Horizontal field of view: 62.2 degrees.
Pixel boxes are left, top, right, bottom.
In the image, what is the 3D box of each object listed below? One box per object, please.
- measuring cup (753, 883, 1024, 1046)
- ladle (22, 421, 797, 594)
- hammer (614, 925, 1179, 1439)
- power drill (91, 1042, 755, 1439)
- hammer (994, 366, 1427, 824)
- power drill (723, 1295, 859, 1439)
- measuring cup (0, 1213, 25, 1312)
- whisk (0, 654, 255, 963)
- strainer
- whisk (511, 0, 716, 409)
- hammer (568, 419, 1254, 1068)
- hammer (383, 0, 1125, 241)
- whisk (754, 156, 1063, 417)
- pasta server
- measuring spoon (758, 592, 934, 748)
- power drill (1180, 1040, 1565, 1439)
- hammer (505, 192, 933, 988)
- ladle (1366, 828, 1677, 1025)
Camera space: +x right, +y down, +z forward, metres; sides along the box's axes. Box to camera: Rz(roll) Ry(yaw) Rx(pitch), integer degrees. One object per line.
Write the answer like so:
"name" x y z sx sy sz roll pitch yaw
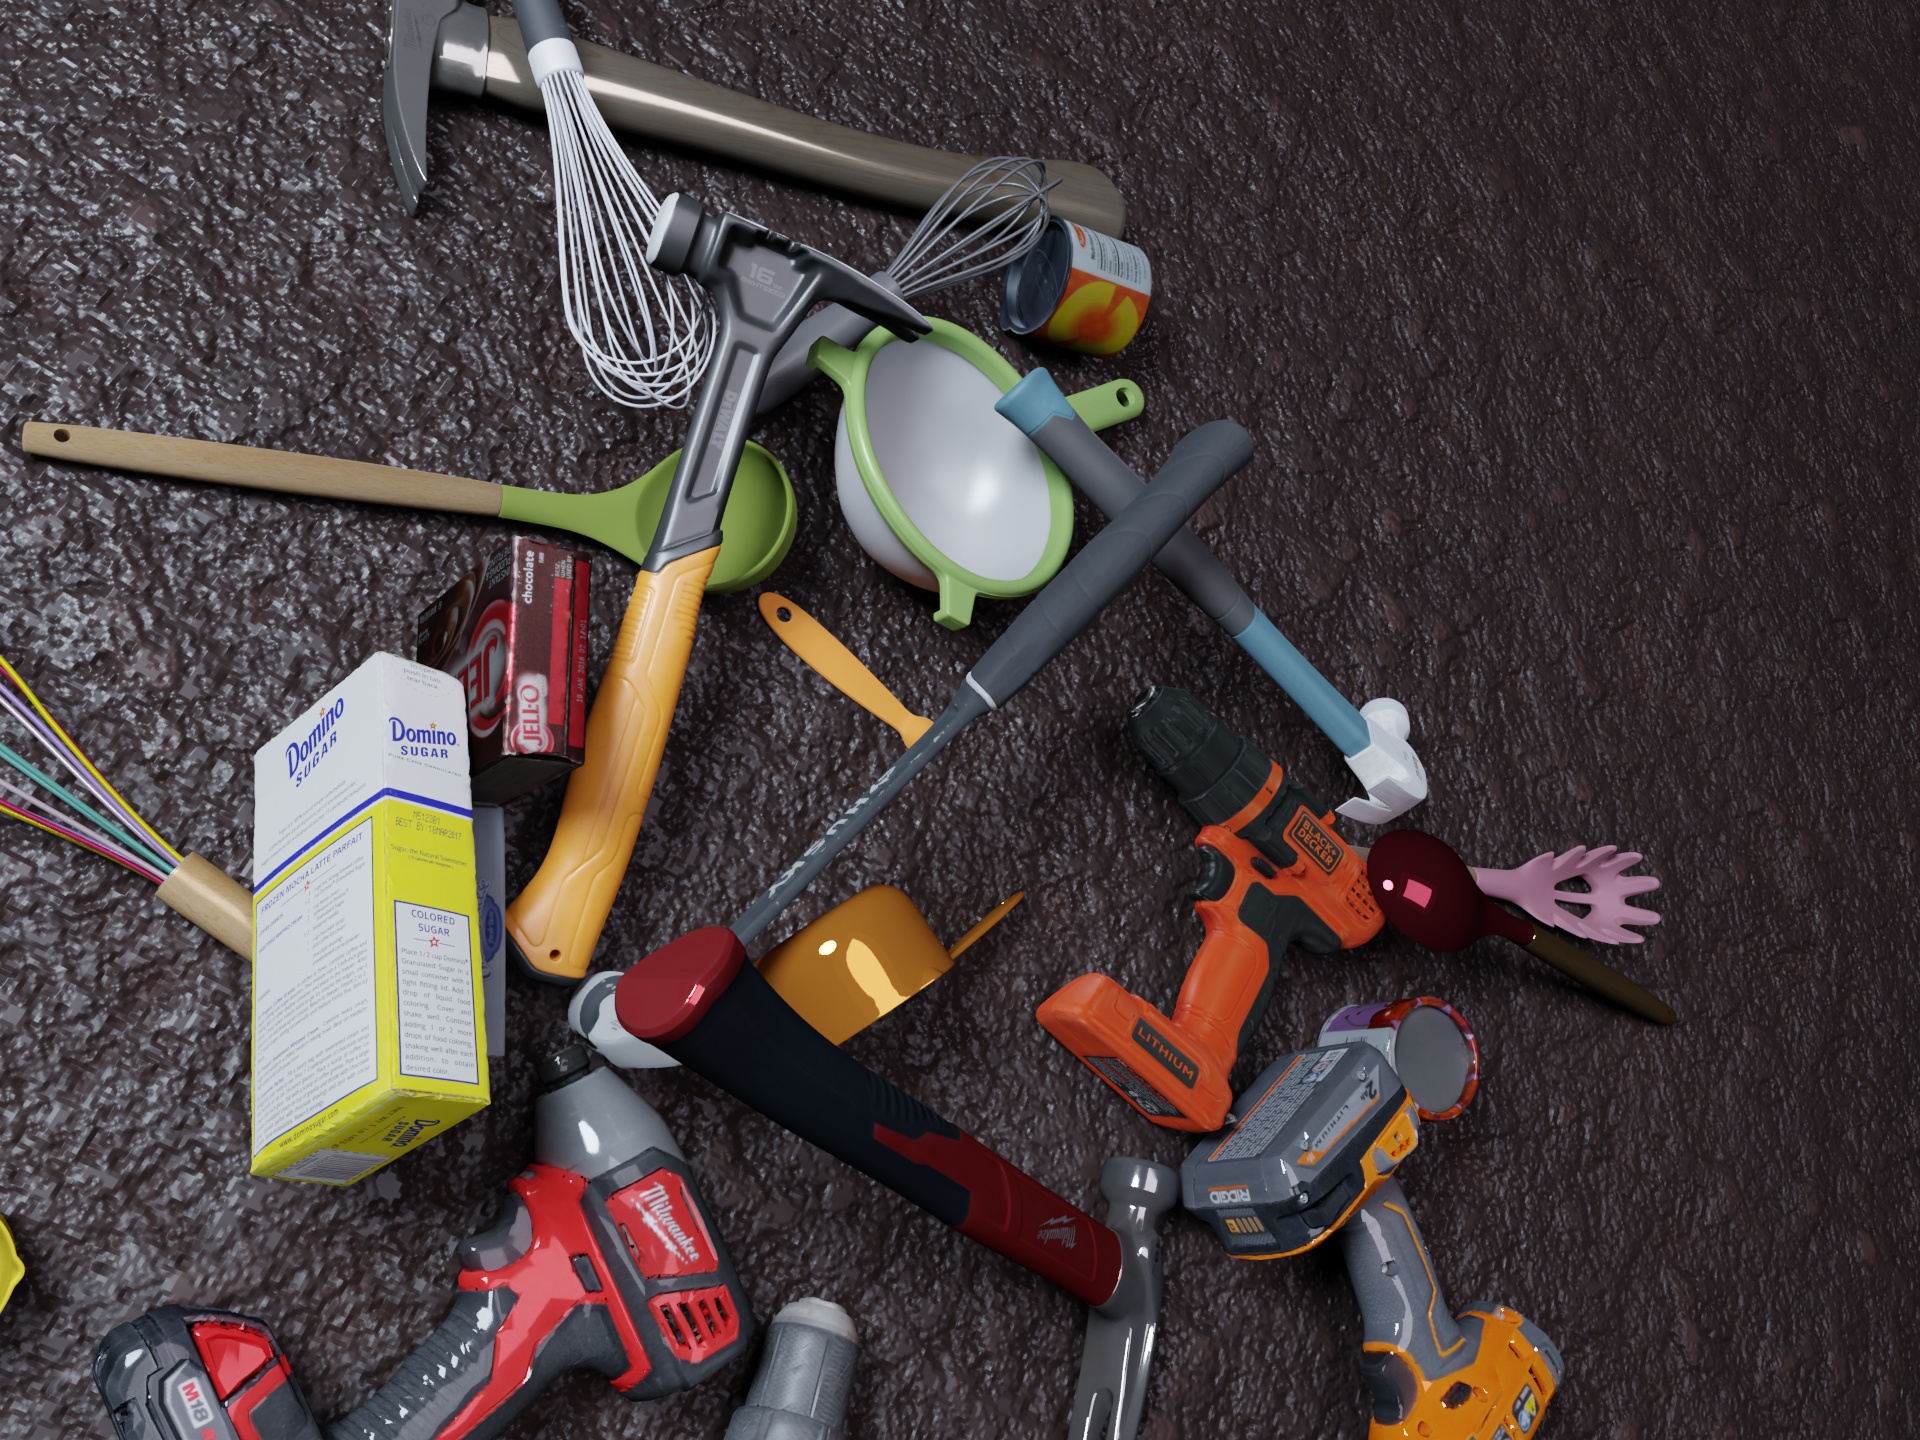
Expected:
"measuring cup" -0.029 0.098 0.740 0.052 0.095 0.173 55 39 4
"ladle" -0.227 -0.105 0.696 0.320 0.062 0.078 5 70 -25
"hammer" -0.008 0.193 0.625 0.385 0.038 0.143 47 49 -47
"power drill" -0.196 0.226 0.604 0.219 0.078 0.143 -23 87 -35
"hammer" 0.140 -0.064 0.847 0.330 0.033 0.128 42 28 -19
"power drill" -0.002 0.347 0.639 0.226 0.084 0.185 14 55 0
"measuring cup" -0.359 0.238 0.543 0.062 0.029 0.156 5 85 -28
"whisk" -0.318 0.042 0.609 0.244 0.051 0.047 41 54 -16
"strainer" 0.013 -0.140 0.844 0.256 0.069 0.151 -30 94 -50
"whisk" -0.177 -0.274 0.737 0.070 0.070 0.285 -14 80 -32
"hammer" -0.001 -0.002 0.697 0.409 0.149 0.036 -45 105 -22
"hammer" -0.089 -0.297 0.841 0.410 0.038 0.146 5 74 -28
"whisk" -0.036 -0.222 0.825 0.239 0.055 0.055 -41 97 -19
"pasta server" 0.283 0.089 0.931 0.316 0.040 0.060 10 76 -25
"measuring spoon" -0.054 -0.025 0.792 0.117 0.011 0.021 41 60 -12
"power drill" 0.204 0.296 0.792 0.164 0.084 0.226 -34 96 -41
"hammer" -0.120 -0.047 0.687 0.127 0.034 0.337 19 86 -20
"ladle" 0.337 0.132 0.917 0.315 0.031 0.069 27 53 -36
